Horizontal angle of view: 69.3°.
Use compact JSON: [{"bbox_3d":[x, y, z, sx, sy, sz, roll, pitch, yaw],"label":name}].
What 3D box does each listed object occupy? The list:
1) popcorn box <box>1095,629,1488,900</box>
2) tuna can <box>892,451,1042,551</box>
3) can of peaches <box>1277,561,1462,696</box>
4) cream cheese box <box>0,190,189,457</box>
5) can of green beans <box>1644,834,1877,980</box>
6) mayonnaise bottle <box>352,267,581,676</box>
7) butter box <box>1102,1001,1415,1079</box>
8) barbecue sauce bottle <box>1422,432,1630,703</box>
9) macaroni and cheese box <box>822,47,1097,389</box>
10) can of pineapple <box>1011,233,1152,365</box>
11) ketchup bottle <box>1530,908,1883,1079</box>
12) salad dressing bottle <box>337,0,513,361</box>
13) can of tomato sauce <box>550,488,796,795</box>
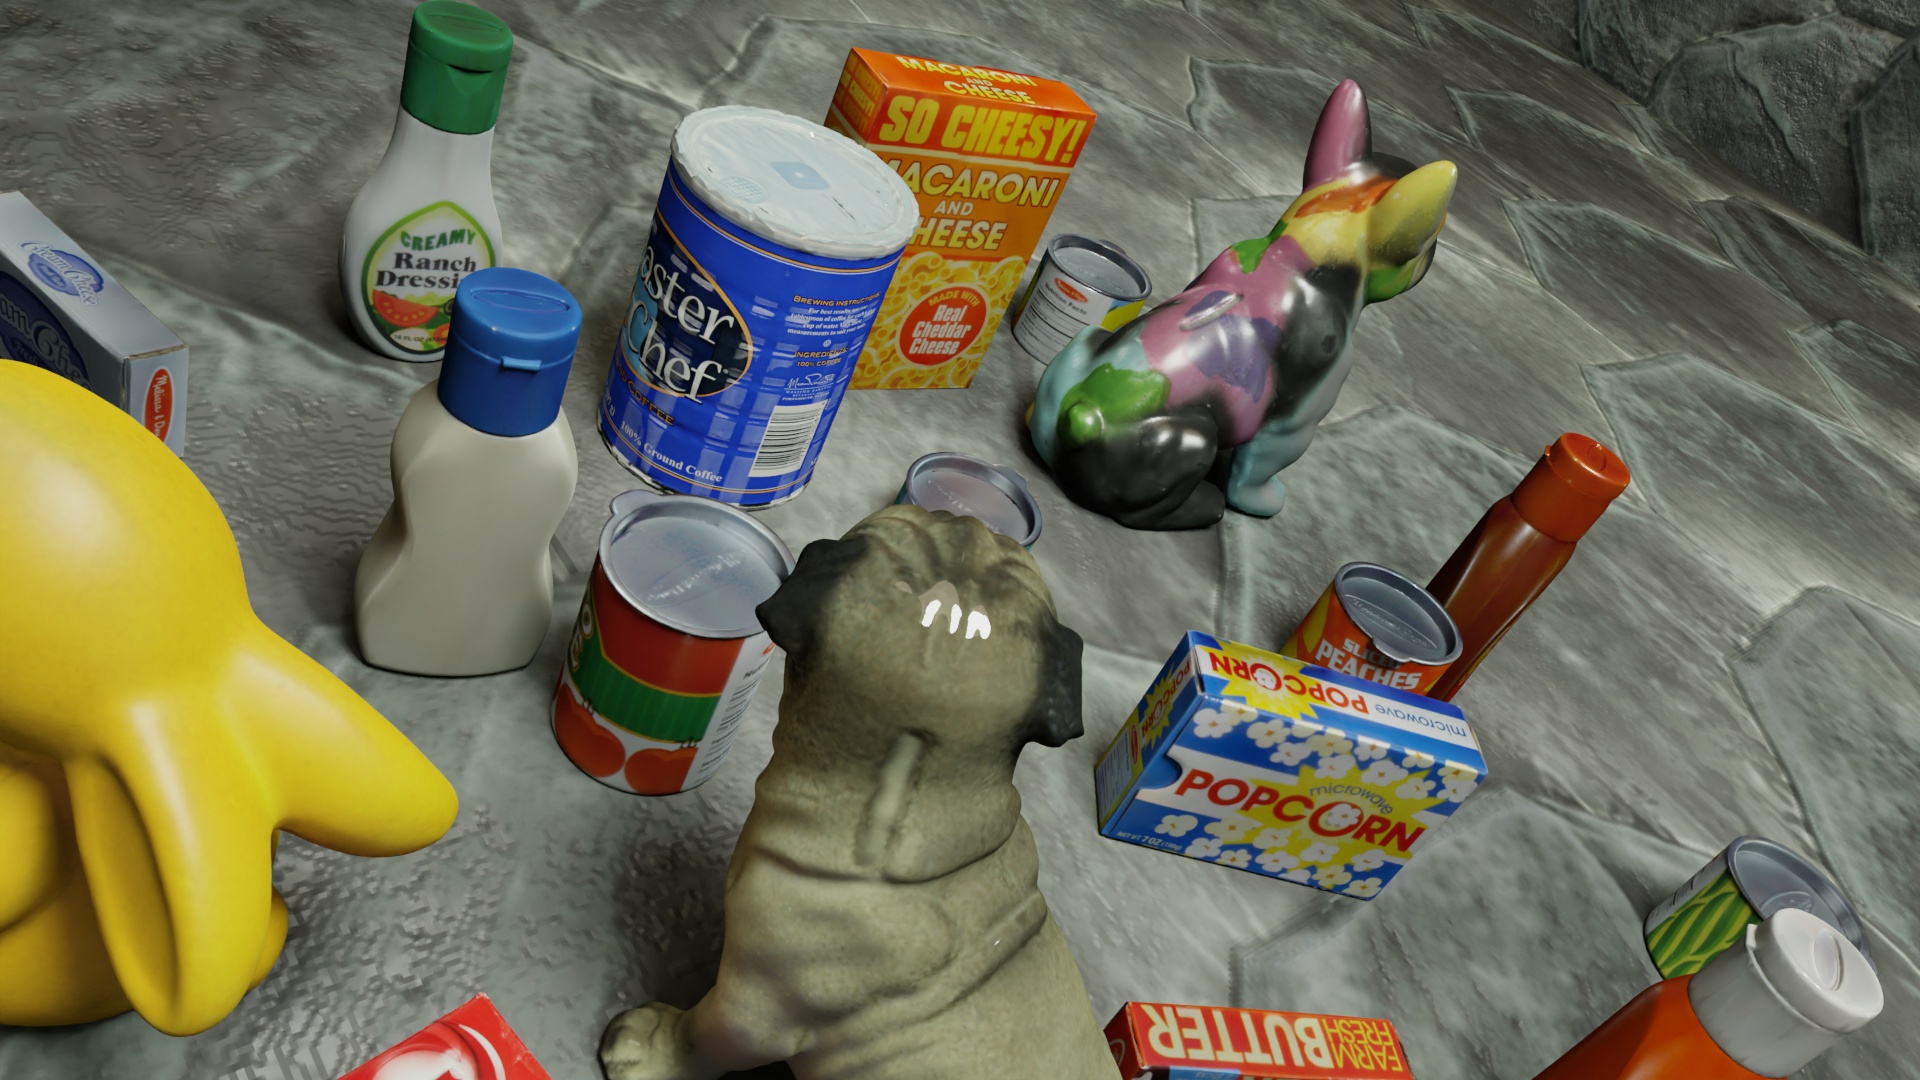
[{"bbox_3d":[0.128,0.091,0.546,0.127,0.084,0.038,16,37,-14],"label":"popcorn box"},{"bbox_3d":[0.002,-0.008,0.633,0.071,0.032,0.071,17,37,-13],"label":"tuna can"},{"bbox_3d":[0.190,0.054,0.654,0.071,0.057,0.071,17,37,-13],"label":"can of peaches"},{"bbox_3d":[-0.319,-0.075,0.497,0.104,0.053,0.024,38,37,15],"label":"cream cheese box"},{"bbox_3d":[0.345,0.173,0.605,0.071,0.057,0.071,17,37,-13],"label":"can of green beans"},{"bbox_3d":[-0.155,-0.018,0.449,0.065,0.147,0.041,4,42,-29],"label":"mayonnaise bottle"},{"bbox_3d":[0.088,0.174,0.446,0.103,0.052,0.024,11,39,-21],"label":"butter box"},{"bbox_3d":[0.259,0.015,0.668,0.044,0.147,0.065,34,36,9],"label":"barbecue sauce bottle"},{"bbox_3d":[-0.022,-0.150,0.680,0.124,0.165,0.040,-5,47,-37],"label":"macaroni and cheese box"},{"bbox_3d":[0.071,-0.138,0.816,0.071,0.057,0.071,17,37,-13],"label":"can of pineapple"},{"bbox_3d":[0.227,0.175,0.451,0.043,0.148,0.065,37,37,13],"label":"ketchup bottle"},{"bbox_3d":[-0.215,-0.143,0.566,0.064,0.146,0.044,-3,45,-35],"label":"salad dressing bottle"},{"bbox_3d":[-0.100,0.035,0.474,0.071,0.082,0.071,17,37,-13],"label":"can of tomato sauce"}]
